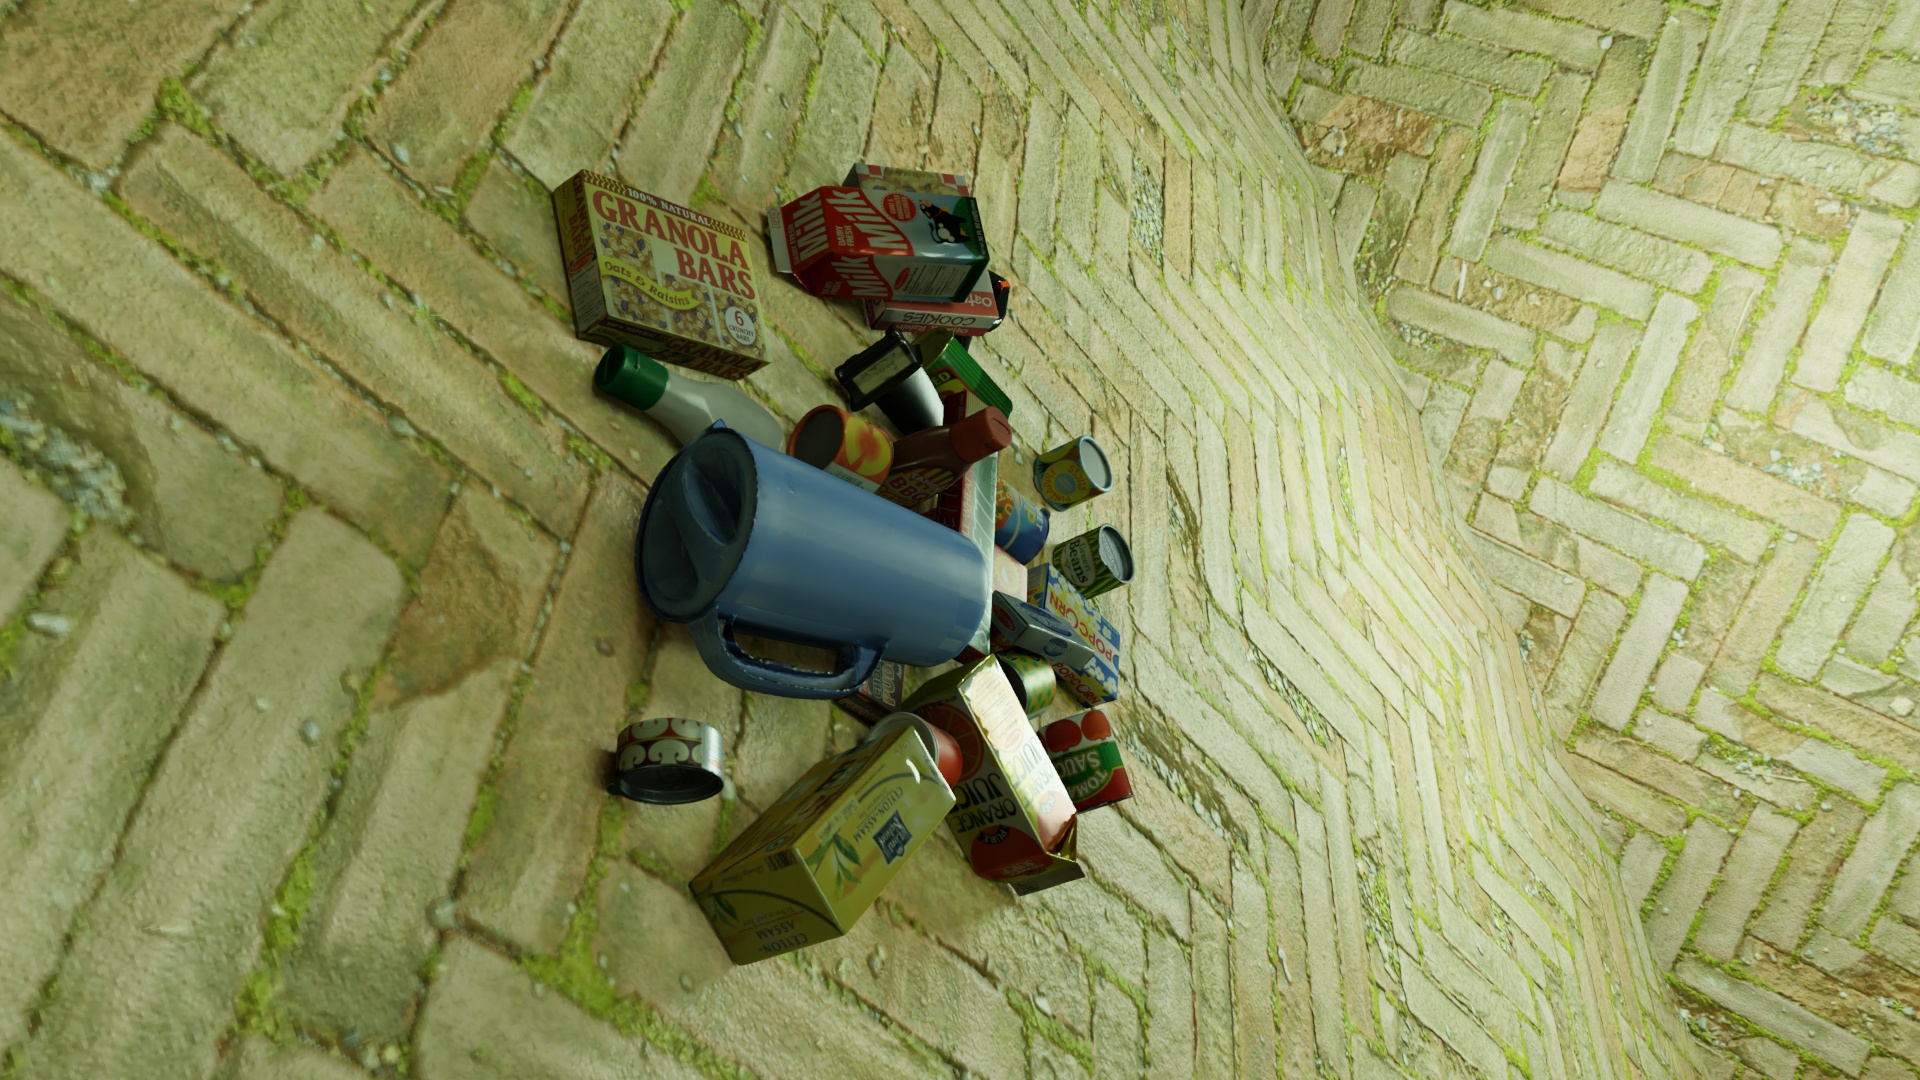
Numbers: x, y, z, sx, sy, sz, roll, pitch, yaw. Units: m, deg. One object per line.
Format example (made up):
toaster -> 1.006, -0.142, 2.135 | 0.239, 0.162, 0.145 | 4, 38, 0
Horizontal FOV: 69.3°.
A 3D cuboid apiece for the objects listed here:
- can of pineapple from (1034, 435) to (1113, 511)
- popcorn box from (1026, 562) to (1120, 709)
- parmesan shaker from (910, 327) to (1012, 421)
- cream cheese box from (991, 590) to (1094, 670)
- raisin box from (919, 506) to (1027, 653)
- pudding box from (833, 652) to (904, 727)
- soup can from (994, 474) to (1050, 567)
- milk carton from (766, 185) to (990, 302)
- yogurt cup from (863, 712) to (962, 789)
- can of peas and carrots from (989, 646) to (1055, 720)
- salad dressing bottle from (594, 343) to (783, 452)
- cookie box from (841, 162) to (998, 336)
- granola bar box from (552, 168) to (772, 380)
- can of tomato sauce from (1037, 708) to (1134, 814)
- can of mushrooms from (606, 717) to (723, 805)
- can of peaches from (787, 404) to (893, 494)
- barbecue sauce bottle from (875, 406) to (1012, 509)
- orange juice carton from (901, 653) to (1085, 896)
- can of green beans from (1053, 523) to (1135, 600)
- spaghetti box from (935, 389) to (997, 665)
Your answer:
can of pineapple -> 0.119, -0.070, 1.464 | 0.071, 0.057, 0.071 | 35, 42, -39
popcorn box -> 0.104, 0.093, 1.344 | 0.126, 0.038, 0.085 | 44, 35, -30
parmesan shaker -> -0.003, -0.145, 1.320 | 0.103, 0.071, 0.072 | 44, 37, -31
cream cheese box -> 0.069, 0.079, 1.216 | 0.104, 0.024, 0.053 | 25, 17, -46
raisin box -> 0.008, 0.037, 1.238 | 0.123, 0.040, 0.086 | 37, 41, -36
pudding box -> -0.070, 0.098, 1.086 | 0.049, 0.030, 0.084 | 39, 39, -35
soup can -> 0.034, -0.023, 1.290 | 0.083, 0.071, 0.072 | 39, 40, -36
milk carton -> -0.078, -0.266, 1.252 | 0.191, 0.073, 0.072 | -2, 66, -23
yogurt cup -> -0.035, 0.168, 1.059 | 0.054, 0.072, 0.072 | 26, 47, -57
can of peas and carrots -> 0.041, 0.126, 1.197 | 0.059, 0.071, 0.071 | -12, 79, -59
salad dressing bottle -> -0.198, -0.096, 1.020 | 0.147, 0.044, 0.064 | 30, 47, -42
cookie box -> -0.040, -0.281, 1.349 | 0.123, 0.040, 0.168 | -1, 67, -28
granola bar box -> -0.224, -0.198, 1.056 | 0.166, 0.039, 0.124 | 10, 61, -53
can of tomato sauce -> 0.112, 0.200, 1.251 | 0.071, 0.071, 0.083 | 4, 65, -56
can of mushrooms -> -0.182, 0.137, 0.858 | 0.071, 0.071, 0.033 | 29, 46, -44
can of peaches -> -0.098, -0.073, 1.131 | 0.058, 0.071, 0.071 | 24, 49, -46
barbecue sauce bottle -> -0.026, -0.066, 1.154 | 0.065, 0.148, 0.044 | 30, 44, -44
orange juice carton -> 0.030, 0.198, 1.124 | 0.192, 0.071, 0.073 | 62, 31, -4
can of green beans -> 0.137, 0.023, 1.424 | 0.071, 0.057, 0.071 | 36, 41, -39
spaghetti box -> 0.004, -0.015, 1.195 | 0.050, 0.028, 0.251 | 34, 47, -41
